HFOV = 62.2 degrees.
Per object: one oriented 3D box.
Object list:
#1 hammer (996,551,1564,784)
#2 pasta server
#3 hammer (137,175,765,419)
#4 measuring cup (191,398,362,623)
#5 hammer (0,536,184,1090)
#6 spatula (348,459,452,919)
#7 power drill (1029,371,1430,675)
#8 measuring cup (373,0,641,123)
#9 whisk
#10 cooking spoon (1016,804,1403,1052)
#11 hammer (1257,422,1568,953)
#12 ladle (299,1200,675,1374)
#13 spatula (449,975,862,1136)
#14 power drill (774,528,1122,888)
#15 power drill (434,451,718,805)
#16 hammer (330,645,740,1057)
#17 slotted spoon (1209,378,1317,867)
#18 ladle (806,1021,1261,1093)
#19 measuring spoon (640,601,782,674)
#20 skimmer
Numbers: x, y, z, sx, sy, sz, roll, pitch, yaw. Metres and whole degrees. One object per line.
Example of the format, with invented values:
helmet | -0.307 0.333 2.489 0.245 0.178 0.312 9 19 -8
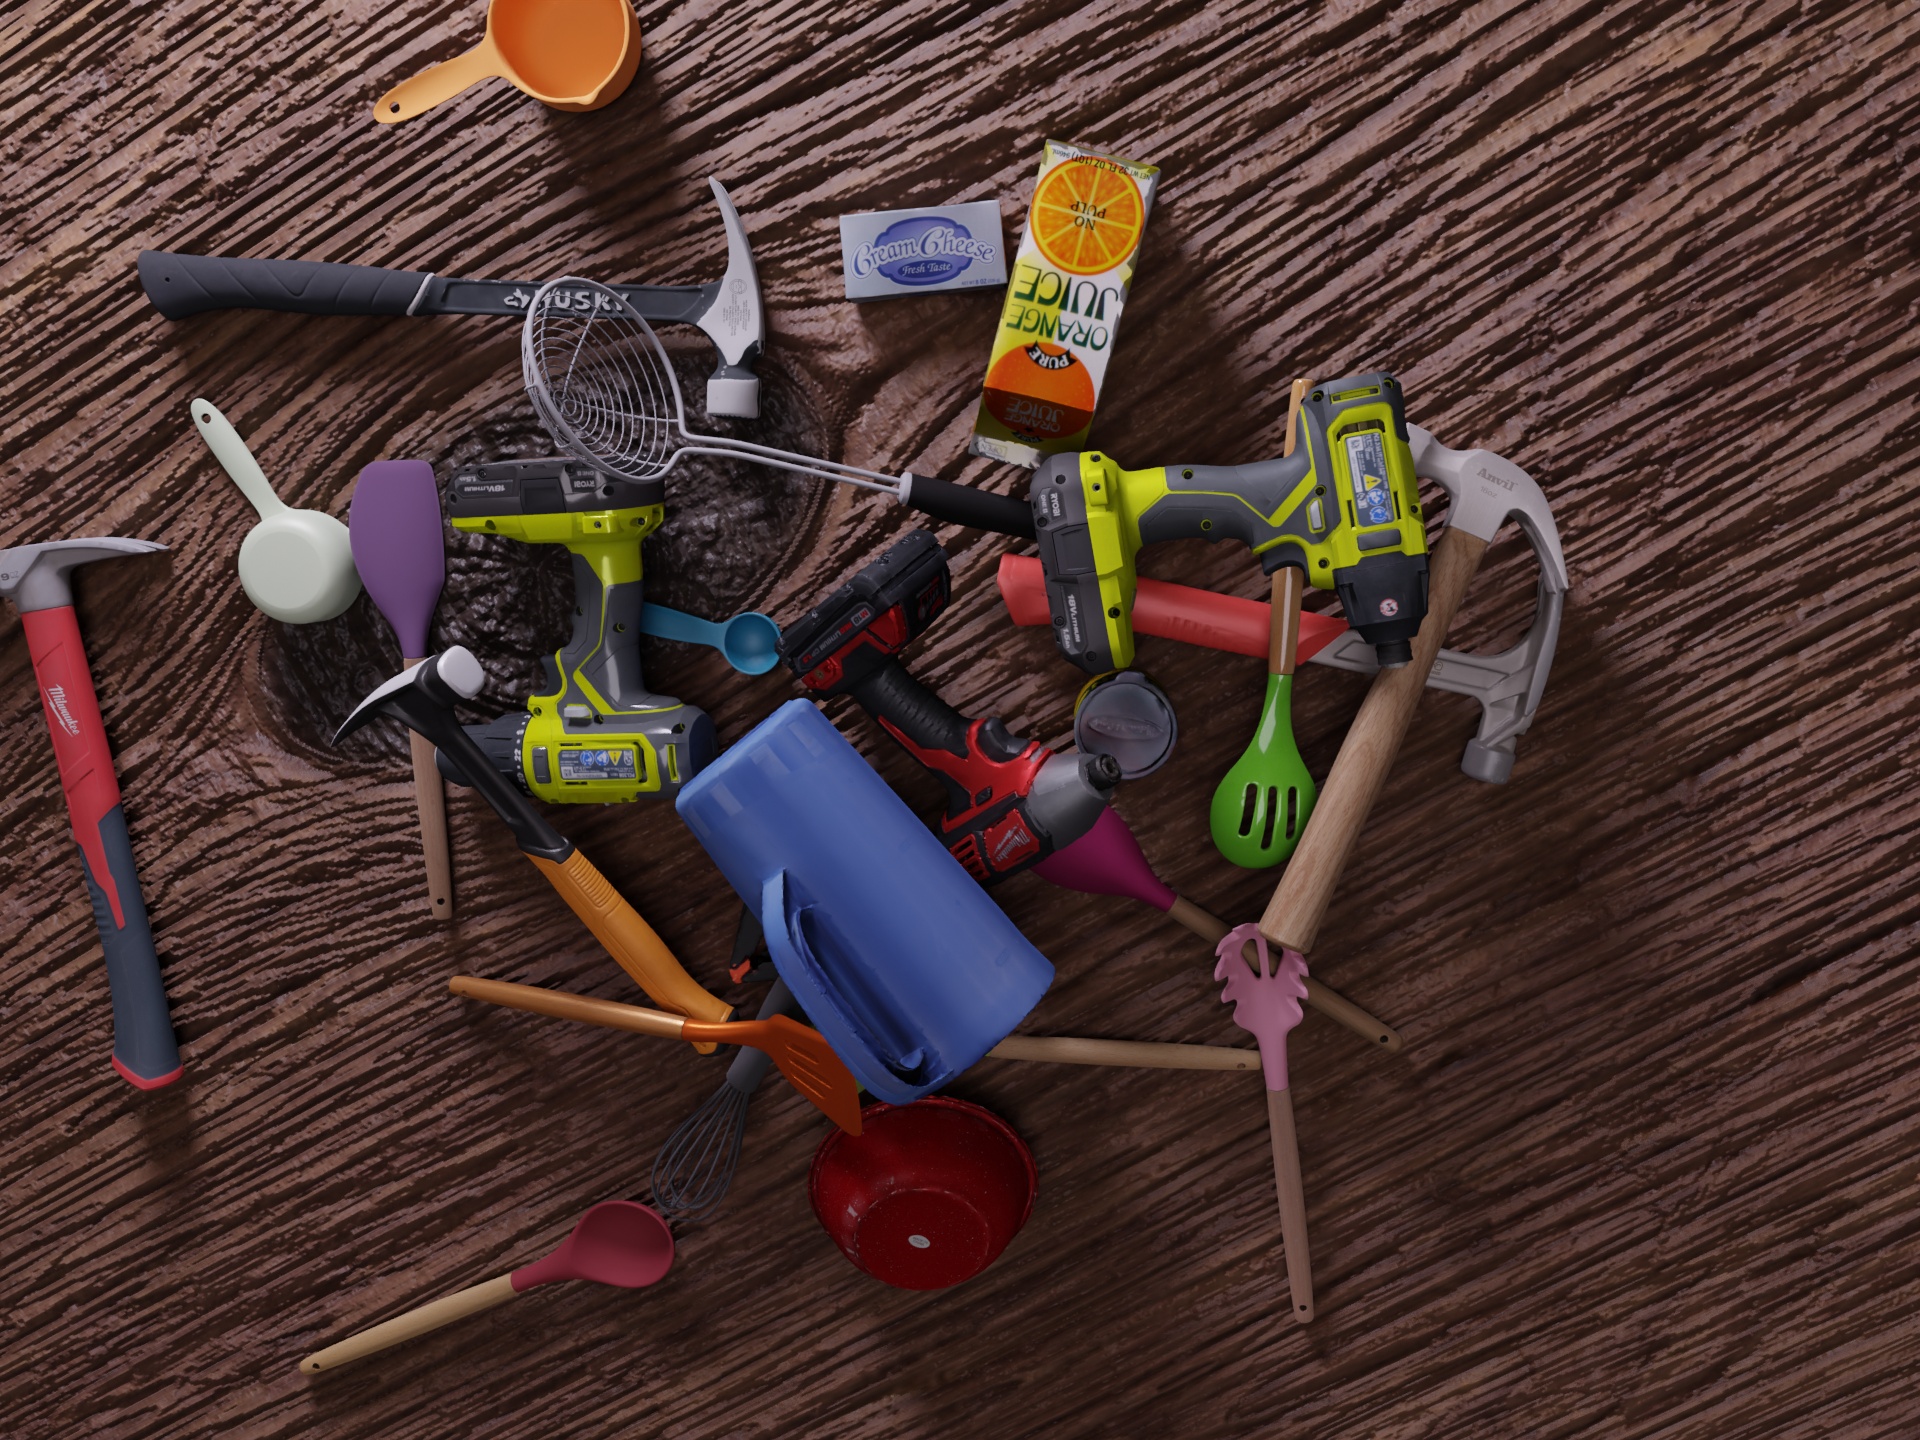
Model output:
hammer | 0.202 -0.067 1.033 0.359 0.037 0.149 12 101 1
pasta server | 0.218 0.277 1.082 0.060 0.040 0.316 -5 106 15
hammer | -0.328 -0.279 1.026 0.409 0.036 0.149 4 99 3
measuring cup | -0.466 -0.140 1.056 0.083 0.038 0.167 -30 99 8
hammer | -0.582 0.068 1.102 0.143 0.038 0.386 -8 100 3
spatula | -0.371 -0.017 1.083 0.059 0.018 0.316 -6 100 -13
power drill | 0.164 -0.102 0.956 0.223 0.080 0.171 -9 93 11
measuring cup | -0.281 -0.409 0.992 0.173 0.052 0.095 -21 98 9
whisk | -0.148 0.249 1.092 0.055 0.055 0.239 29 107 -2
cooking spoon | 0.165 0.138 1.081 0.319 0.017 0.068 32 102 -2
hammer | 0.270 -0.009 0.992 0.130 0.031 0.331 24 92 3
ladle | -0.346 0.420 1.158 0.315 0.031 0.069 -23 96 9
spatula | -0.209 0.208 1.064 0.323 0.041 0.081 7 124 19
power drill | -0.002 -0.003 1.011 0.143 0.078 0.219 -33 98 41
power drill | -0.265 -0.055 1.041 0.190 0.080 0.228 -1 103 13
hammer | -0.265 0.103 1.054 0.127 0.034 0.336 -22 115 34
slotted spoon | 0.202 -0.056 1.004 0.070 0.031 0.313 2 99 -5
ladle | 0.047 0.233 1.087 0.320 0.062 0.078 3 126 0
measuring spoon | -0.178 -0.063 1.069 0.128 0.021 0.042 14 104 10
skimmer | -0.085 -0.174 0.974 0.363 0.127 0.090 12 146 -12
